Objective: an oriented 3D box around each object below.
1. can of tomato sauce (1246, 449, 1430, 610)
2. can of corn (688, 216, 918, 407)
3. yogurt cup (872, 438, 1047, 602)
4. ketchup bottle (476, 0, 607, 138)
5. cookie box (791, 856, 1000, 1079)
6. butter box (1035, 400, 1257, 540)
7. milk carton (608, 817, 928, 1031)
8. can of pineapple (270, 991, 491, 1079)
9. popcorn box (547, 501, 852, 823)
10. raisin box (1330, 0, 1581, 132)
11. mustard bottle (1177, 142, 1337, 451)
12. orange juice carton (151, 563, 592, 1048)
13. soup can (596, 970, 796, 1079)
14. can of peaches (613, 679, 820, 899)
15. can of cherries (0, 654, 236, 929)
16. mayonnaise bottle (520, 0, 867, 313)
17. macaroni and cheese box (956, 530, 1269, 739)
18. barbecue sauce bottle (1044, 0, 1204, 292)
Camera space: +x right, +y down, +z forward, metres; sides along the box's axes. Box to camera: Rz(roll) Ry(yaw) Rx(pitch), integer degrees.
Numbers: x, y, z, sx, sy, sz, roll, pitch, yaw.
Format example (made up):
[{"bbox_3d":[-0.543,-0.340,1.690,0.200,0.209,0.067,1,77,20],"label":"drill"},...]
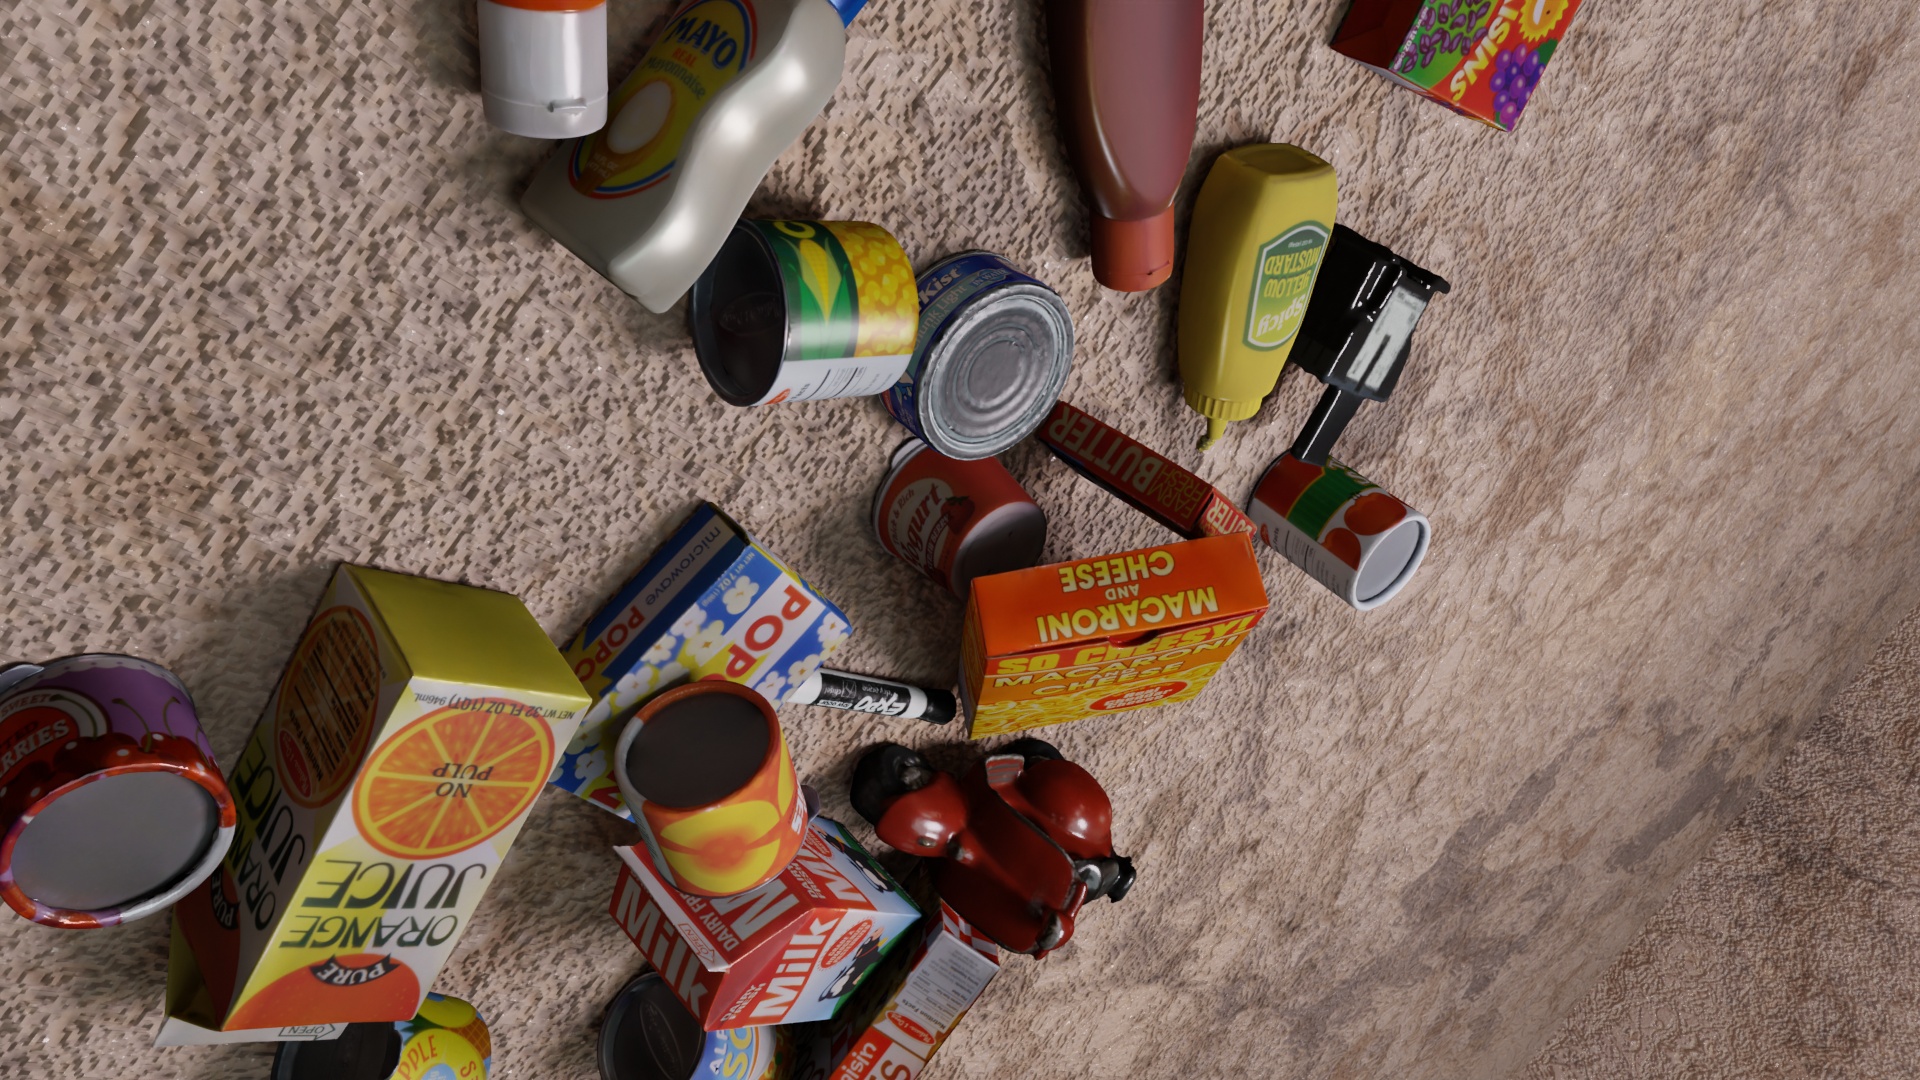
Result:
[{"bbox_3d":[0.221,-0.010,0.810,0.071,0.083,0.070,-24,135,-27],"label":"can of tomato sauce"},{"bbox_3d":[-0.057,-0.086,0.505,0.058,0.071,0.070,-9,127,-39],"label":"can of corn"},{"bbox_3d":[0.002,-0.008,0.631,0.072,0.054,0.072,-25,136,-27],"label":"yogurt cup"},{"bbox_3d":[-0.116,-0.188,0.382,0.065,0.043,0.148,-16,131,-33],"label":"ketchup bottle"},{"bbox_3d":[-0.047,0.259,0.755,0.040,0.123,0.167,36,95,-8],"label":"cookie box"},{"bbox_3d":[0.087,-0.027,0.655,0.024,0.104,0.053,-55,140,1],"label":"butter box"},{"bbox_3d":[-0.091,0.172,0.641,0.073,0.072,0.190,-48,155,0],"label":"milk carton"},{"bbox_3d":[-0.239,0.220,0.578,0.071,0.071,0.057,-48,142,-1],"label":"can of pineapple"},{"bbox_3d":[-0.117,0.055,0.583,0.127,0.038,0.085,-46,142,-3],"label":"popcorn box"},{"bbox_3d":[0.243,-0.255,0.667,0.123,0.040,0.085,3,118,-43],"label":"raisin box"},{"bbox_3d":[0.138,-0.110,0.678,0.065,0.049,0.159,-18,132,-30],"label":"mustard bottle"},{"bbox_3d":[-0.220,0.110,0.504,0.072,0.073,0.192,17,109,-49],"label":"orange juice carton"},{"bbox_3d":[-0.131,0.260,0.713,0.071,0.071,0.083,-48,142,-1],"label":"soup can"},{"bbox_3d":[-0.096,0.097,0.551,0.071,0.071,0.057,-31,137,-21],"label":"can of peaches"},{"bbox_3d":[-0.274,0.078,0.439,0.072,0.058,0.071,-25,136,-27],"label":"can of cherries"},{"bbox_3d":[-0.074,-0.147,0.444,0.148,0.065,0.041,-53,149,-1],"label":"mayonnaise bottle"},{"bbox_3d":[0.064,0.050,0.655,0.124,0.040,0.166,-10,162,-6],"label":"macaroni and cheese box"},{"bbox_3d":[0.069,-0.172,0.568,0.065,0.044,0.147,-31,138,-21],"label":"barbecue sauce bottle"}]
